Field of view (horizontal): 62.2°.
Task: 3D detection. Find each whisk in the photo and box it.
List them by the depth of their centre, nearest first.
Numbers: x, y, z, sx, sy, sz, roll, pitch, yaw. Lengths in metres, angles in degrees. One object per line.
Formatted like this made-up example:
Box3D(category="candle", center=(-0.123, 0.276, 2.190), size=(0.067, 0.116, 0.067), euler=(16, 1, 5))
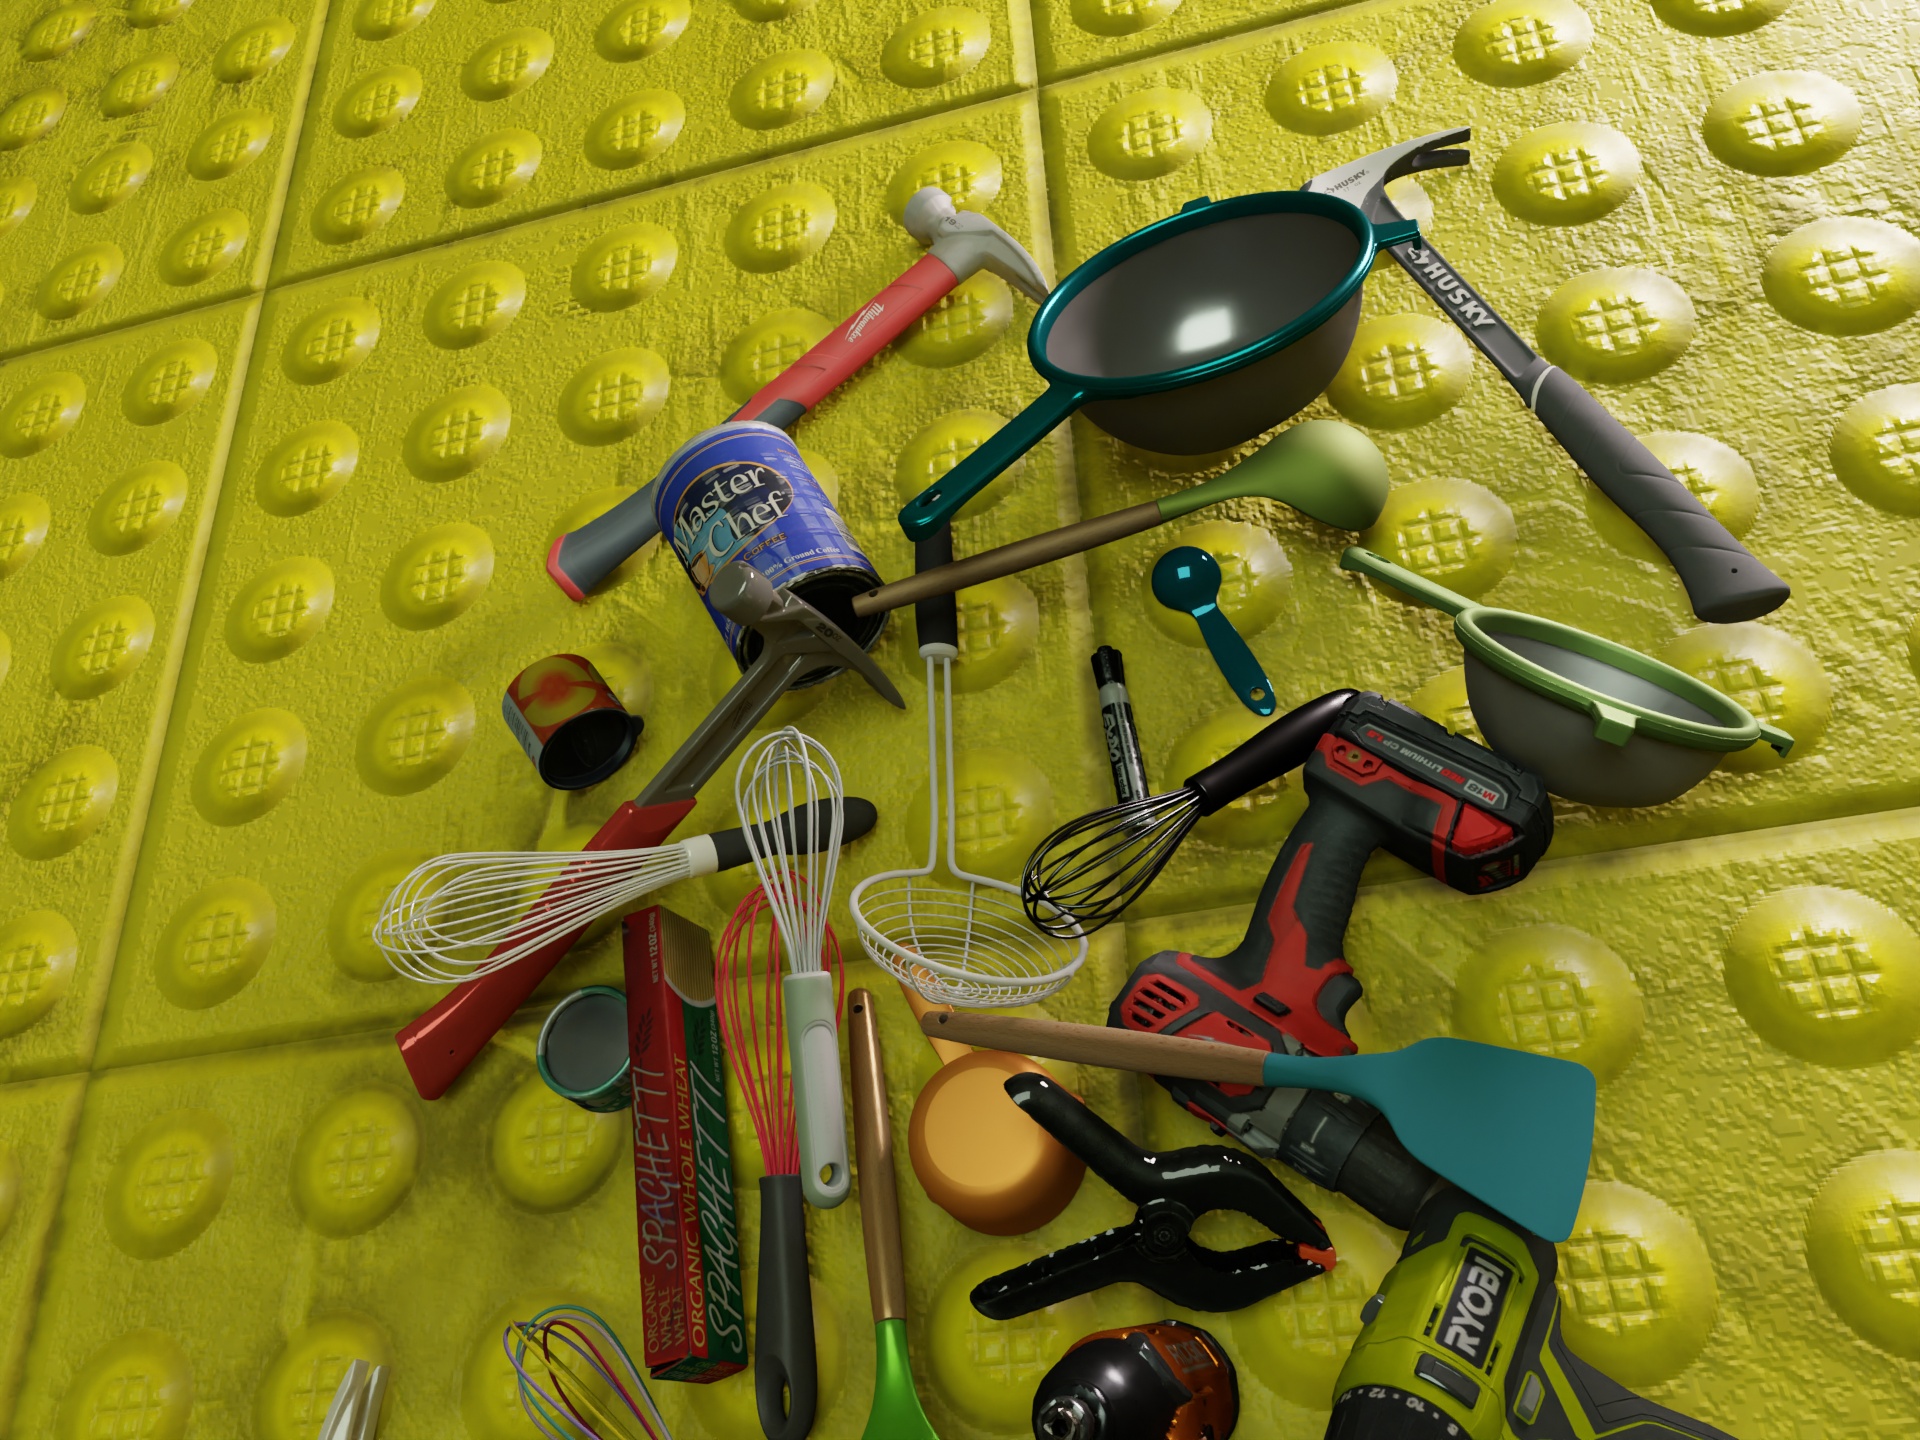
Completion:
Box3D(category="whisk", center=(-0.128, 0.359, 0.739), size=(0.245, 0.047, 0.051), euler=(34, 39, 25))
Box3D(category="whisk", center=(-0.079, 0.124, 0.816), size=(0.057, 0.059, 0.246), euler=(-2, 78, -24))
Box3D(category="whisk", center=(-0.094, 0.220, 0.833), size=(0.073, 0.073, 0.296), euler=(-9, 66, 13))
Box3D(category="whisk", center=(0.127, 0.042, 0.833), size=(0.239, 0.055, 0.055), euler=(-29, 56, -23))
Box3D(category="whisk", center=(-0.175, 0.082, 0.873), size=(0.284, 0.070, 0.070), euler=(-13, 54, -26))

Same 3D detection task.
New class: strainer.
Box3D(category="strainer", center=(0.282, -0.020, 0.832), size=(0.257, 0.151, 0.069), euler=(40, 119, 49))
Box3D(category="strainer", center=(0.107, -0.186, 0.943), size=(0.340, 0.095, 0.211), euler=(-41, 38, -16))

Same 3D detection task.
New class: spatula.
Box3D(category="spatula", center=(0.120, 0.165, 0.734), size=(0.317, 0.044, 0.082), euler=(2, 51, 32))

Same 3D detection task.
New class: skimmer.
Box3D(category="skimmer", center=(-0.001, -0.003, 0.903), size=(0.127, 0.090, 0.364), euler=(7, 57, -16))

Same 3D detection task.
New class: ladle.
Box3D(category="ladle", center=(0.093, -0.105, 0.932), size=(0.320, 0.062, 0.078), euler=(-17, 48, 5))

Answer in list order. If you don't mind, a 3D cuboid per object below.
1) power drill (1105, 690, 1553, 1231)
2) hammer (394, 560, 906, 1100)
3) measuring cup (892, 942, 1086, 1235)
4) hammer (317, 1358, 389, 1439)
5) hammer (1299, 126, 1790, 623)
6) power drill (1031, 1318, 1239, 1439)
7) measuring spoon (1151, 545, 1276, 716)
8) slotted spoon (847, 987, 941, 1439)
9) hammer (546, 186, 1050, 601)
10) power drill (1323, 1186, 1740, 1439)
Box3D(category="power drill", center=(0.203, 0.119, 0.781), size=(0.188, 0.080, 0.227), euler=(32, 79, 29))
Box3D(category="hammer", center=(-0.192, 0.079, 0.923), size=(0.359, 0.149, 0.037), euler=(-49, 44, 2))
Box3D(category="measuring cup", center=(-0.002, 0.180, 0.825), size=(0.095, 0.052, 0.174), euler=(-31, 60, 0))
Box3D(category="hammer", center=(-0.136, 0.390, 0.766), size=(0.410, 0.038, 0.146), euler=(-5, 60, 15))
Box3D(category="hammer", center=(0.337, -0.210, 0.939), size=(0.149, 0.036, 0.409), euler=(-29, 58, 0))
Box3D(category="power drill", center=(0.117, 0.345, 0.635), size=(0.084, 0.164, 0.227), euler=(-45, 60, 6))
Box3D(category="measuring spoon", center=(0.149, -0.055, 0.921), size=(0.042, 0.021, 0.129), euler=(-27, 57, 2))
Box3D(category="slotted spoon", center=(-0.039, 0.271, 0.783), size=(0.070, 0.031, 0.314), euler=(-13, 51, 5))
Box3D(category="hammer", center=(-0.115, -0.206, 1.079), size=(0.386, 0.038, 0.143), euler=(-41, 60, -7))
Box3D(category="power drill", center=(0.249, 0.307, 0.605), size=(0.228, 0.080, 0.190), euler=(29, 42, 16))
